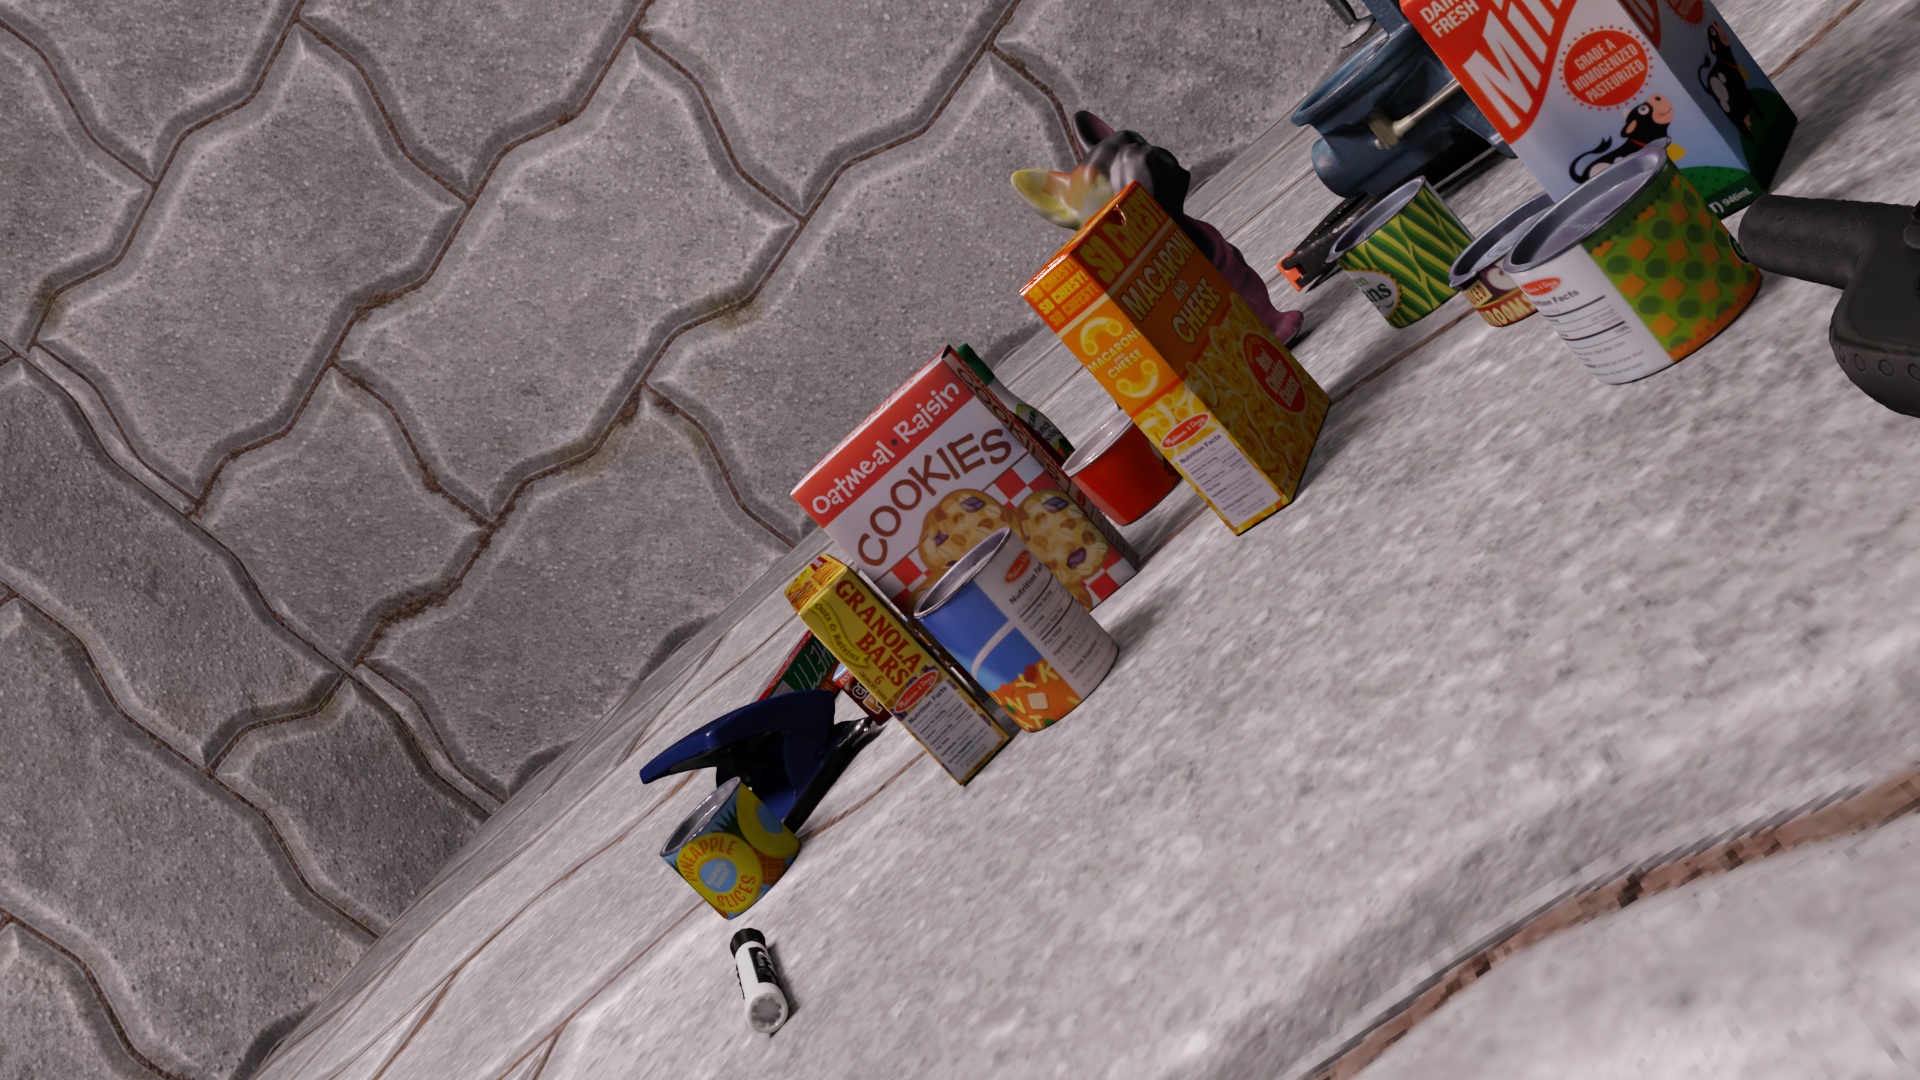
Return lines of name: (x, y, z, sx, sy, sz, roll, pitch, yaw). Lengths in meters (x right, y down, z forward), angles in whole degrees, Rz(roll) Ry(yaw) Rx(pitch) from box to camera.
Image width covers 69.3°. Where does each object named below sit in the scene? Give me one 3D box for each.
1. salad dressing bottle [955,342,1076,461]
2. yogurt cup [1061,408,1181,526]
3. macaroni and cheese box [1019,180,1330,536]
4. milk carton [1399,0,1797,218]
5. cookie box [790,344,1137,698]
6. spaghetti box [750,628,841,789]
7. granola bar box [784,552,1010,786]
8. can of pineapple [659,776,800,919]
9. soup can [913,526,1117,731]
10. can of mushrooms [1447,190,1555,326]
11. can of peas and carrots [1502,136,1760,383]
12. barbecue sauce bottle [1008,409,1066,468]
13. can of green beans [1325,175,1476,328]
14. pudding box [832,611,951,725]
salad dressing bottle: (0.040, -0.099, 1.163, 0.043, 0.147, 0.064, -35, 11, 45)
yogurt cup: (0.107, -0.047, 0.906, 0.072, 0.054, 0.072, -42, 8, 7)
macaroni and cheese box: (0.119, -0.101, 0.730, 0.040, 0.166, 0.124, -37, 10, 37)
milk carton: (0.257, -0.216, 0.583, 0.074, 0.190, 0.072, -48, 10, -36)
cookie box: (0.003, -0.010, 0.811, 0.122, 0.167, 0.040, -40, 8, 17)
spaghetti box: (-0.134, 0.127, 1.168, 0.028, 0.050, 0.251, -39, 9, 24)
granola bar box: (-0.041, 0.066, 0.780, 0.039, 0.124, 0.165, -44, 8, -6)
can of pineapple: (-0.141, 0.190, 0.853, 0.071, 0.058, 0.071, -42, 8, 7)
soup can: (0.027, 0.046, 0.703, 0.071, 0.083, 0.071, -42, 8, 7)
can of mushrooms: (0.268, -0.133, 0.661, 0.071, 0.033, 0.071, -42, 8, 7)
can of peas and carrots: (0.246, -0.101, 0.508, 0.071, 0.058, 0.071, -42, 8, 7)
barbecue sauce bottle: (0.033, -0.062, 0.999, 0.043, 0.148, 0.065, -35, 11, 47)
can of green beans: (0.255, -0.163, 0.792, 0.071, 0.058, 0.071, -42, 8, 7)
pudding box: (-0.042, 0.082, 0.963, 0.083, 0.049, 0.030, -41, 8, 13)
